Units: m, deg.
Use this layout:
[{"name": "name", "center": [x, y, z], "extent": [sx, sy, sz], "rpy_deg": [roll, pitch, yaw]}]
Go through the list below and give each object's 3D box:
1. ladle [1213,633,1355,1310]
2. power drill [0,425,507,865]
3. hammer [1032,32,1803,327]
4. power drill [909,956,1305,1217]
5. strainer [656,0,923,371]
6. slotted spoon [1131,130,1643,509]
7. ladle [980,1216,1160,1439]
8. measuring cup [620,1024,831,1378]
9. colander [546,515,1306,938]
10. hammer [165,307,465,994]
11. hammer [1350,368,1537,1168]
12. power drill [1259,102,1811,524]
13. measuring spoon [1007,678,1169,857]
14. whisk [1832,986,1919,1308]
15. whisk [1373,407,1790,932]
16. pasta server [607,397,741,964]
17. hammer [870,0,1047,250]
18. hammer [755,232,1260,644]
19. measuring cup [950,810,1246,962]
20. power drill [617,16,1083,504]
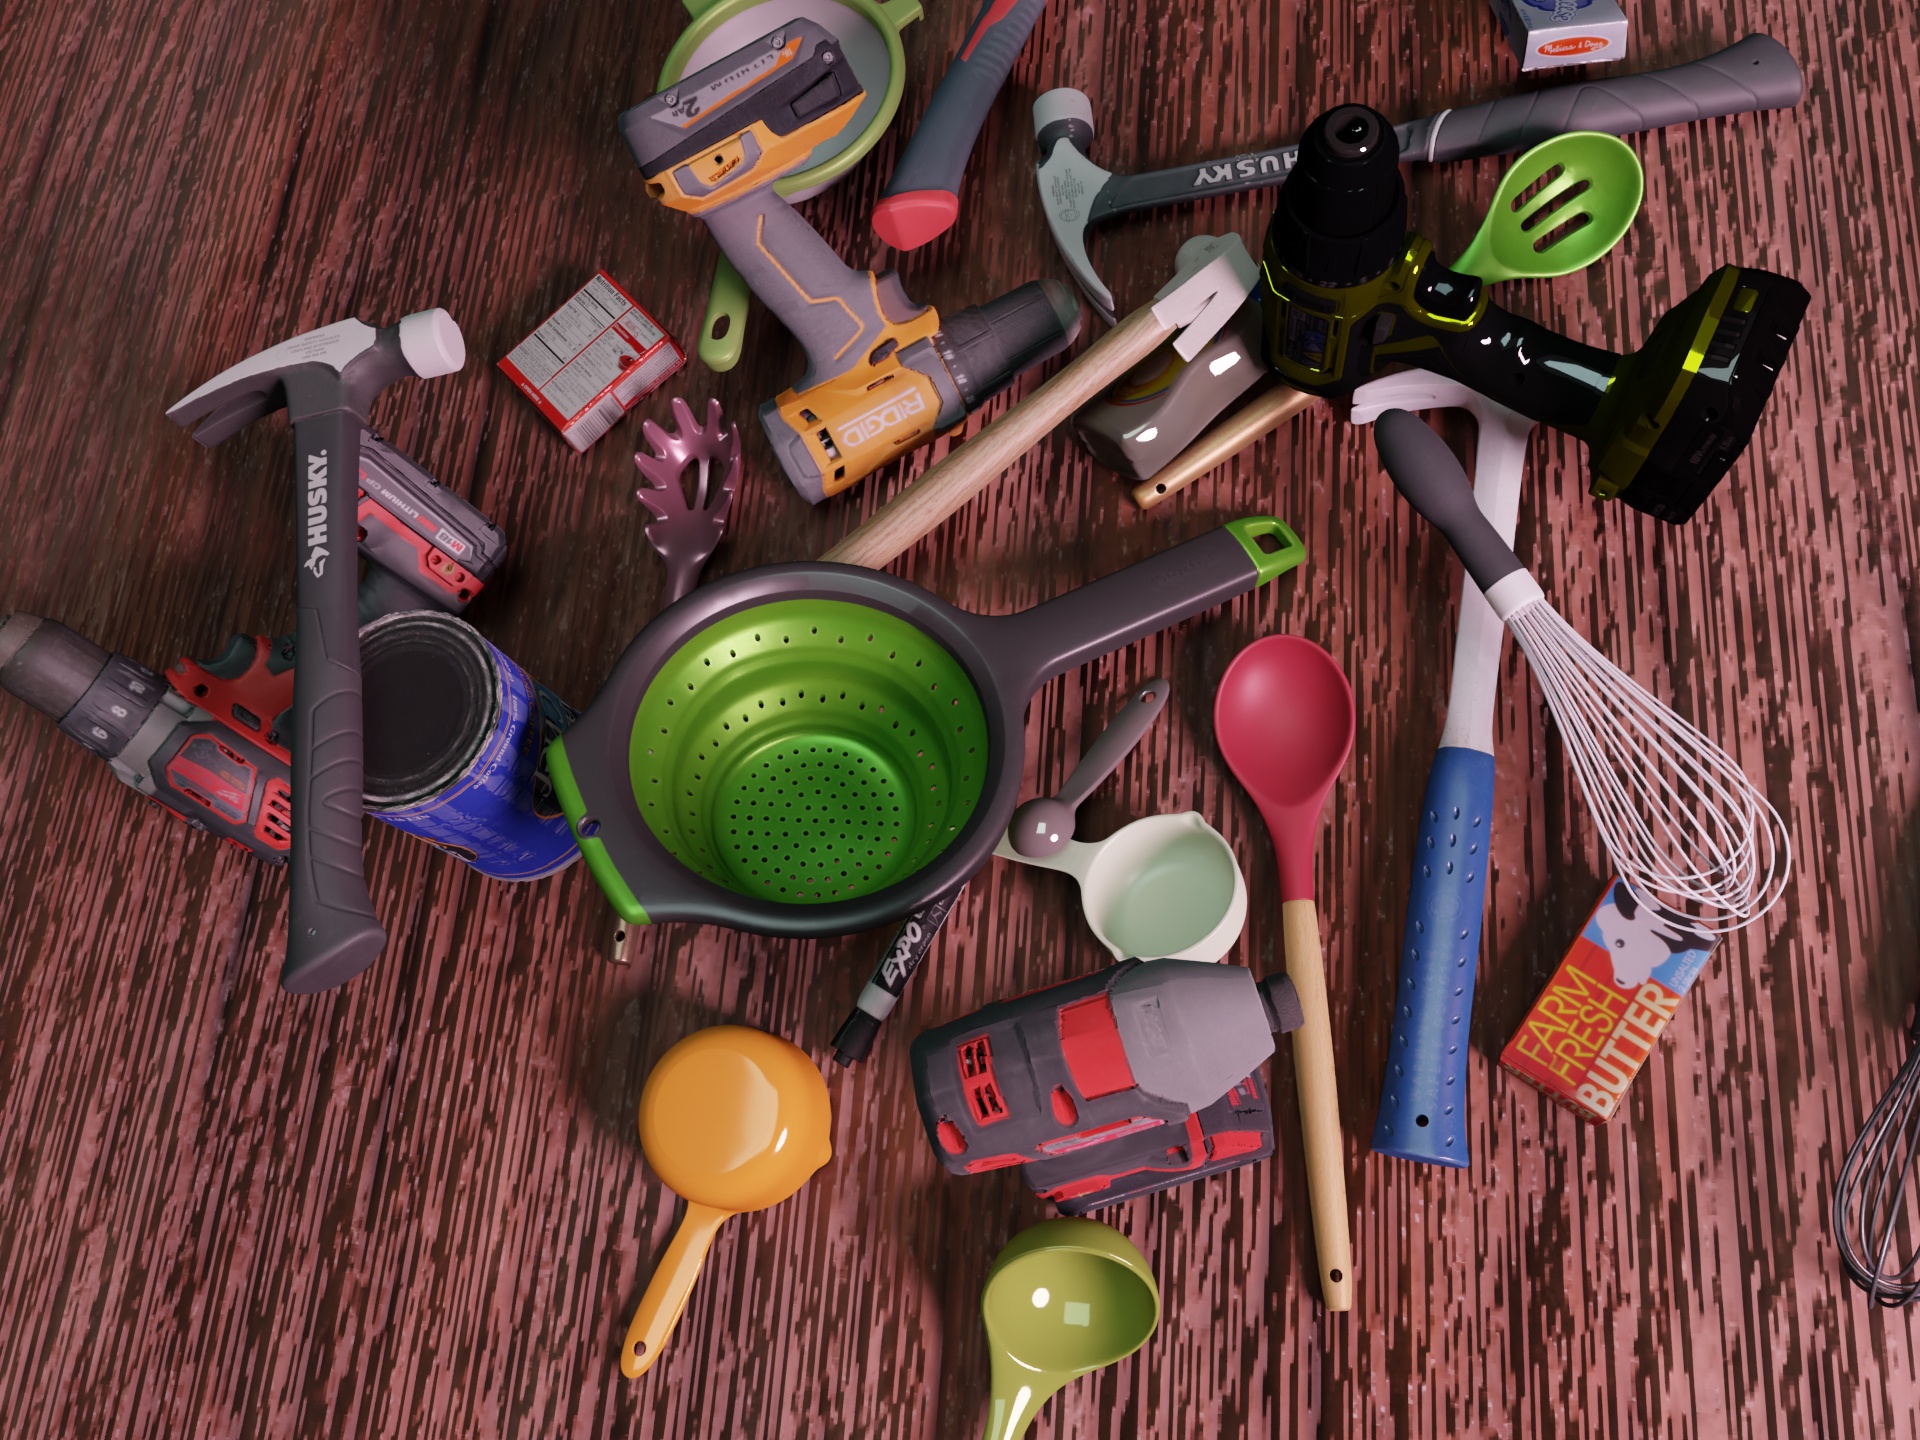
[{"name": "ladle", "center": [0.164, 0.111, 0.753], "extent": [0.069, 0.031, 0.316], "rpy_deg": [-6, 71, 13]}, {"name": "power drill", "center": [-0.377, -0.057, 0.855], "extent": [0.227, 0.187, 0.080], "rpy_deg": [-56, 28, -11]}, {"name": "hammer", "center": [0.247, -0.317, 0.883], "extent": [0.409, 0.036, 0.149], "rpy_deg": [-7, 71, 9]}, {"name": "power drill", "center": [0.071, 0.147, 0.655], "extent": [0.143, 0.219, 0.079], "rpy_deg": [-18, 68, 6]}, {"name": "strainer", "center": [-0.110, -0.314, 0.942], "extent": [0.151, 0.069, 0.256], "rpy_deg": [7, 76, 13]}, {"name": "slotted spoon", "center": [0.223, -0.207, 0.849], "extent": [0.314, 0.031, 0.070], "rpy_deg": [-35, 105, 2]}, {"name": "ladle", "center": [0.000, 0.368, 0.682], "extent": [0.078, 0.062, 0.320], "rpy_deg": [25, 79, -9]}, {"name": "measuring cup", "center": [-0.128, 0.228, 0.759], "extent": [0.095, 0.052, 0.174], "rpy_deg": [19, 74, 18]}, {"name": "colander", "center": [-0.001, -0.003, 0.806], "extent": [0.397, 0.094, 0.205], "rpy_deg": [-24, 63, -16]}, {"name": "hammer", "center": [-0.304, -0.038, 0.750], "extent": [0.146, 0.035, 0.335], "rpy_deg": [-12, 68, 7]}, {"name": "hammer", "center": [0.239, 0.005, 0.769], "extent": [0.144, 0.035, 0.406], "rpy_deg": [8, 73, 14]}, {"name": "power drill", "center": [0.244, -0.184, 0.716], "extent": [0.228, 0.190, 0.080], "rpy_deg": [25, 81, 14]}, {"name": "measuring spoon", "center": [0.065, 0.018, 0.797], "extent": [0.034, 0.018, 0.124], "rpy_deg": [21, 60, 42]}, {"name": "whisk", "center": [0.417, 0.134, 0.679], "extent": [0.055, 0.055, 0.239], "rpy_deg": [18, 71, 17]}, {"name": "whisk", "center": [0.271, -0.030, 0.726], "extent": [0.070, 0.070, 0.285], "rpy_deg": [-30, 72, 1]}, {"name": "pasta server", "center": [-0.163, -0.026, 0.866], "extent": [0.060, 0.040, 0.316], "rpy_deg": [3, 73, 10]}, {"name": "hammer", "center": [0.024, -0.444, 0.956], "extent": [0.143, 0.038, 0.386], "rpy_deg": [18, 70, 19]}, {"name": "hammer", "center": [0.016, -0.139, 0.830], "extent": [0.331, 0.130, 0.031], "rpy_deg": [-37, 105, 11]}, {"name": "measuring cup", "center": [0.064, 0.077, 0.787], "extent": [0.168, 0.038, 0.083], "rpy_deg": [15, 66, 34]}, {"name": "power drill", "center": [-0.053, -0.251, 0.843], "extent": [0.185, 0.226, 0.084], "rpy_deg": [-27, 24, 3]}]
